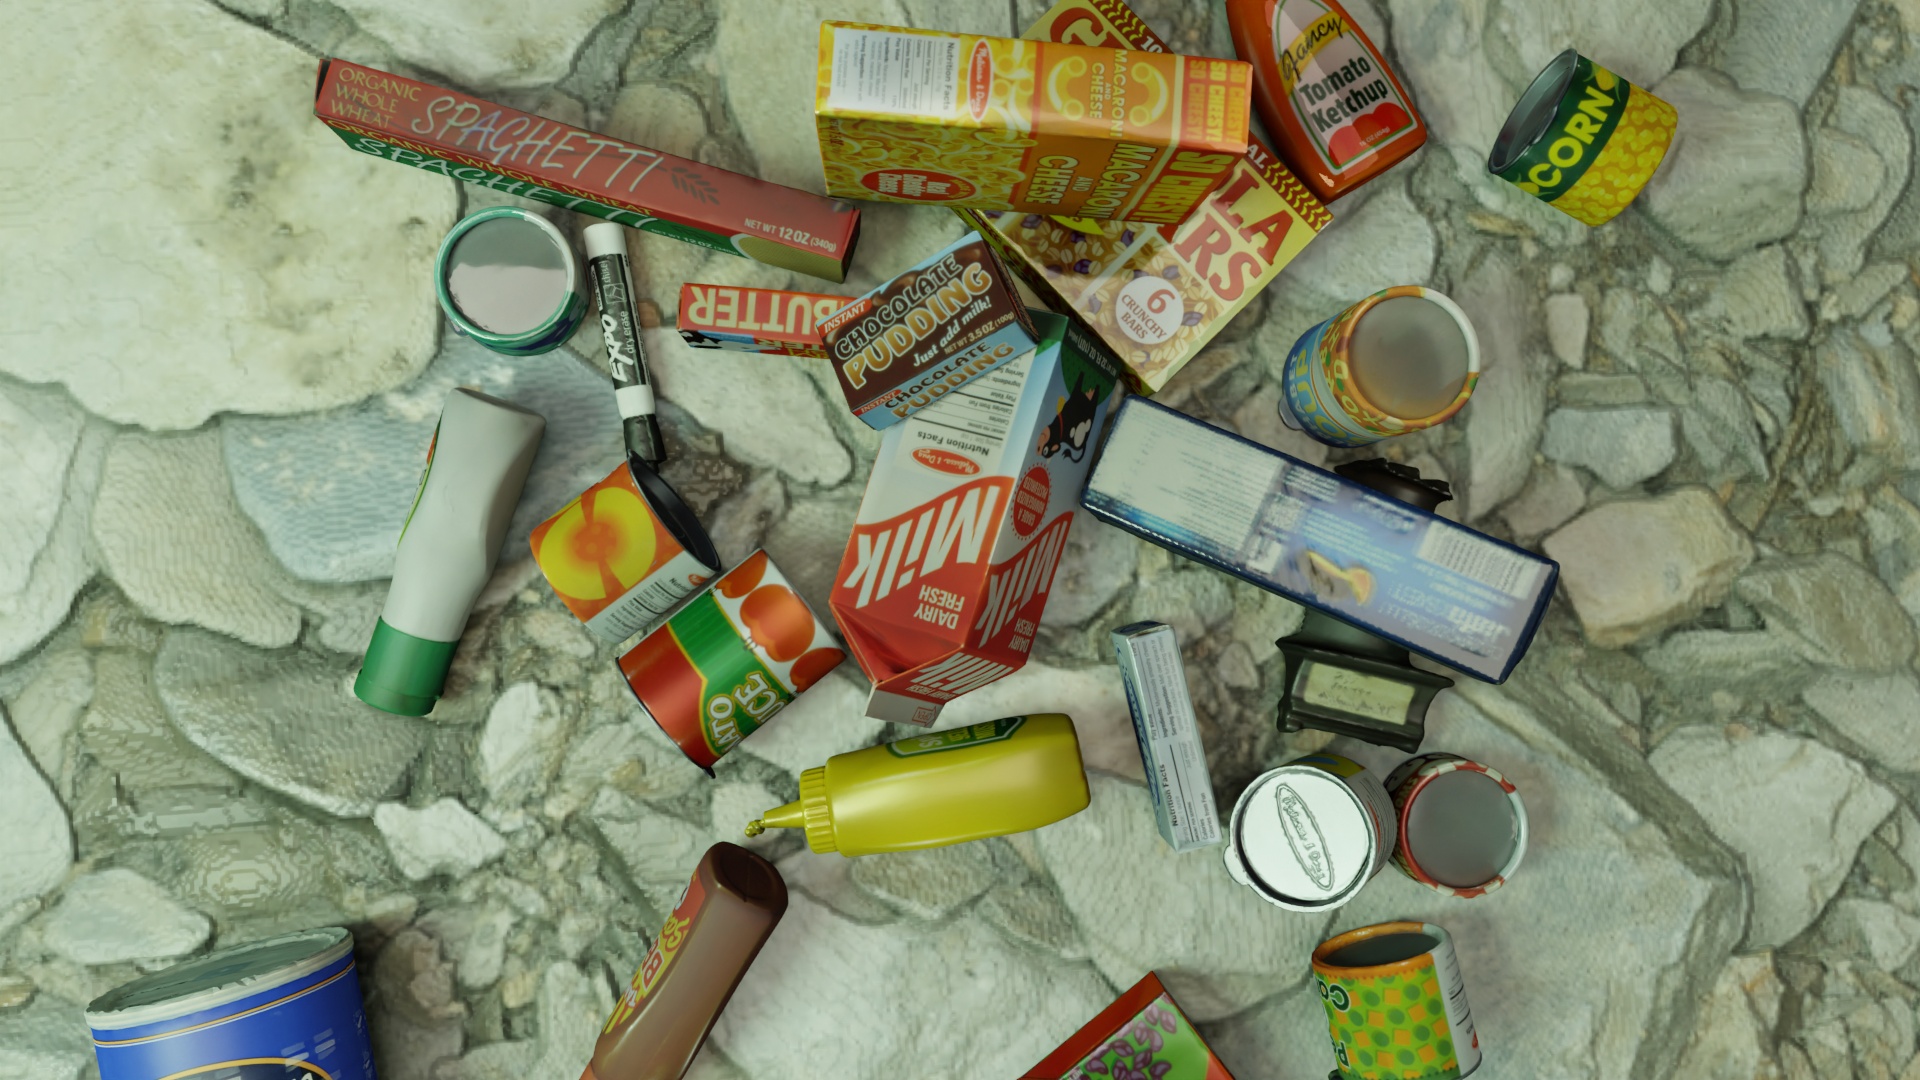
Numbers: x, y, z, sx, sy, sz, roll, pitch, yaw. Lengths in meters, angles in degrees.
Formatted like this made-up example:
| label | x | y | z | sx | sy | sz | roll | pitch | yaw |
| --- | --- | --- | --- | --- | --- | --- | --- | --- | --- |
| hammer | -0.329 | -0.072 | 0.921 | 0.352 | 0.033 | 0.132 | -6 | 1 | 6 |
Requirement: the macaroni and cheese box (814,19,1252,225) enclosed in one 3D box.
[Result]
| label | x | y | z | sx | sy | sz | roll | pitch | yaw |
| --- | --- | --- | --- | --- | --- | --- | --- | --- | --- |
| macaroni and cheese box | 0.026 | -0.172 | 0.587 | 0.166 | 0.123 | 0.040 | 4 | 89 | -3 |

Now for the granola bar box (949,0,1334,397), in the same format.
| label | x | y | z | sx | sy | sz | roll | pitch | yaw |
| --- | --- | --- | --- | --- | --- | --- | --- | --- | --- |
| granola bar box | 0.076 | -0.169 | 0.672 | 0.124 | 0.039 | 0.165 | -45 | 91 | -4 |

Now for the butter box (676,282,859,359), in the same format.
| label | x | y | z | sx | sy | sz | roll | pitch | yaw |
| --- | --- | --- | --- | --- | --- | --- | --- | --- | --- |
| butter box | -0.078 | -0.101 | 0.651 | 0.103 | 0.053 | 0.024 | 5 | 89 | -4 |

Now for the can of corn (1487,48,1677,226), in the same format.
| label | x | y | z | sx | sy | sz | roll | pitch | yaw |
| --- | --- | --- | --- | --- | --- | --- | --- | --- | --- |
| can of corn | 0.302 | -0.194 | 0.675 | 0.058 | 0.071 | 0.071 | 28 | 86 | -3 |

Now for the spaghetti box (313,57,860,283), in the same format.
| label | x | y | z | sx | sy | sz | roll | pitch | yaw |
| --- | --- | --- | --- | --- | --- | --- | --- | --- | --- |
| spaghetti box | -0.171 | -0.171 | 0.649 | 0.250 | 0.050 | 0.028 | 15 | 86 | -3 |

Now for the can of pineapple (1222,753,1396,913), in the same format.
| label | x | y | z | sx | sy | sz | roll | pitch | yaw |
| --- | --- | --- | --- | --- | --- | --- | --- | --- | --- |
| can of pineapple | 0.162 | 0.134 | 0.644 | 0.071 | 0.058 | 0.071 | -2 | 86 | 27 |

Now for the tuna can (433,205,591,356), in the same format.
| label | x | y | z | sx | sy | sz | roll | pitch | yaw |
| --- | --- | --- | --- | --- | --- | --- | --- | --- | --- |
| tuna can | -0.212 | -0.120 | 0.652 | 0.071 | 0.033 | 0.071 | 0 | 87 | -5 |

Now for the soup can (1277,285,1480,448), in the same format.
| label | x | y | z | sx | sy | sz | roll | pitch | yaw |
| --- | --- | --- | --- | --- | --- | --- | --- | --- | --- |
| soup can | 0.194 | -0.078 | 0.654 | 0.071 | 0.083 | 0.071 | 0 | 88 | -4 |

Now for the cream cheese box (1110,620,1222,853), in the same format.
| label | x | y | z | sx | sy | sz | roll | pitch | yaw |
| --- | --- | --- | --- | --- | --- | --- | --- | --- | --- |
| cream cheese box | 0.097 | 0.090 | 0.654 | 0.024 | 0.053 | 0.104 | -13 | 88 | -3 |

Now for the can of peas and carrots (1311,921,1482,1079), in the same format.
| label | x | y | z | sx | sy | sz | roll | pitch | yaw |
| --- | --- | --- | --- | --- | --- | --- | --- | --- | --- |
| can of peas and carrots | 0.201 | 0.218 | 0.650 | 0.071 | 0.071 | 0.058 | -13 | 88 | -5 |

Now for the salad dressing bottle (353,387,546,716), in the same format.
| label | x | y | z | sx | sy | sz | roll | pitch | yaw |
| --- | --- | --- | --- | --- | --- | --- | --- | --- | --- |
| salad dressing bottle | -0.234 | 0.006 | 0.633 | 0.044 | 0.064 | 0.147 | 20 | 94 | -12 |

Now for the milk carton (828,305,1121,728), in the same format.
| label | x | y | z | sx | sy | sz | roll | pitch | yaw |
| --- | --- | --- | --- | --- | --- | --- | --- | --- | --- |
| milk carton | 0.002 | -0.008 | 0.631 | 0.073 | 0.072 | 0.190 | 16 | 85 | 28 |

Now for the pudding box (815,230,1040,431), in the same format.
| label | x | y | z | sx | sy | sz | roll | pitch | yaw |
| --- | --- | --- | --- | --- | --- | --- | --- | --- | --- |
| pudding box | -0.014 | -0.090 | 0.596 | 0.083 | 0.030 | 0.050 | -27 | 67 | 13 |

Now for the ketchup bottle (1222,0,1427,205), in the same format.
| label | x | y | z | sx | sy | sz | roll | pitch | yaw |
| --- | --- | --- | --- | --- | --- | --- | --- | --- | --- |
| ketchup bottle | 0.164 | -0.241 | 0.680 | 0.065 | 0.043 | 0.149 | -31 | 89 | -5 |

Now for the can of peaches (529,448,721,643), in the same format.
| label | x | y | z | sx | sy | sz | roll | pitch | yaw |
| --- | --- | --- | --- | --- | --- | --- | --- | --- | --- |
| can of peaches | -0.153 | 0.003 | 0.632 | 0.058 | 0.071 | 0.071 | -37 | 91 | 2 |

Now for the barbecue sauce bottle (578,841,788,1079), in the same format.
| label | x | y | z | sx | sy | sz | roll | pitch | yaw |
| --- | --- | --- | --- | --- | --- | --- | --- | --- | --- |
| barbecue sauce bottle | -0.133 | 0.213 | 0.629 | 0.043 | 0.065 | 0.148 | 30 | 94 | -11 |

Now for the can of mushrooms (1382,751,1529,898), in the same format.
| label | x | y | z | sx | sy | sz | roll | pitch | yaw |
| --- | --- | --- | --- | --- | --- | --- | --- | --- | --- |
| can of mushrooms | 0.235 | 0.137 | 0.672 | 0.071 | 0.033 | 0.071 | 0 | 88 | -4 |

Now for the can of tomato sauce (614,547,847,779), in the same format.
| label | x | y | z | sx | sy | sz | roll | pitch | yaw |
| --- | --- | --- | --- | --- | --- | --- | --- | --- | --- |
| can of tomato sauce | -0.102 | 0.055 | 0.634 | 0.083 | 0.071 | 0.071 | -39 | 91 | -5 |

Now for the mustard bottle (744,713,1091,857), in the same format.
| label | x | y | z | sx | sy | sz | roll | pitch | yaw |
| --- | --- | --- | --- | --- | --- | --- | --- | --- | --- |
| mustard bottle | -0.022 | 0.116 | 0.640 | 0.160 | 0.065 | 0.048 | -11 | 93 | -1 |

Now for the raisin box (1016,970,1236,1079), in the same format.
| label | x | y | z | sx | sy | sz | roll | pitch | yaw |
| --- | --- | --- | --- | --- | --- | --- | --- | --- | --- |
| raisin box | 0.097 | 0.281 | 0.653 | 0.086 | 0.040 | 0.123 | -38 | 89 | -6 |
